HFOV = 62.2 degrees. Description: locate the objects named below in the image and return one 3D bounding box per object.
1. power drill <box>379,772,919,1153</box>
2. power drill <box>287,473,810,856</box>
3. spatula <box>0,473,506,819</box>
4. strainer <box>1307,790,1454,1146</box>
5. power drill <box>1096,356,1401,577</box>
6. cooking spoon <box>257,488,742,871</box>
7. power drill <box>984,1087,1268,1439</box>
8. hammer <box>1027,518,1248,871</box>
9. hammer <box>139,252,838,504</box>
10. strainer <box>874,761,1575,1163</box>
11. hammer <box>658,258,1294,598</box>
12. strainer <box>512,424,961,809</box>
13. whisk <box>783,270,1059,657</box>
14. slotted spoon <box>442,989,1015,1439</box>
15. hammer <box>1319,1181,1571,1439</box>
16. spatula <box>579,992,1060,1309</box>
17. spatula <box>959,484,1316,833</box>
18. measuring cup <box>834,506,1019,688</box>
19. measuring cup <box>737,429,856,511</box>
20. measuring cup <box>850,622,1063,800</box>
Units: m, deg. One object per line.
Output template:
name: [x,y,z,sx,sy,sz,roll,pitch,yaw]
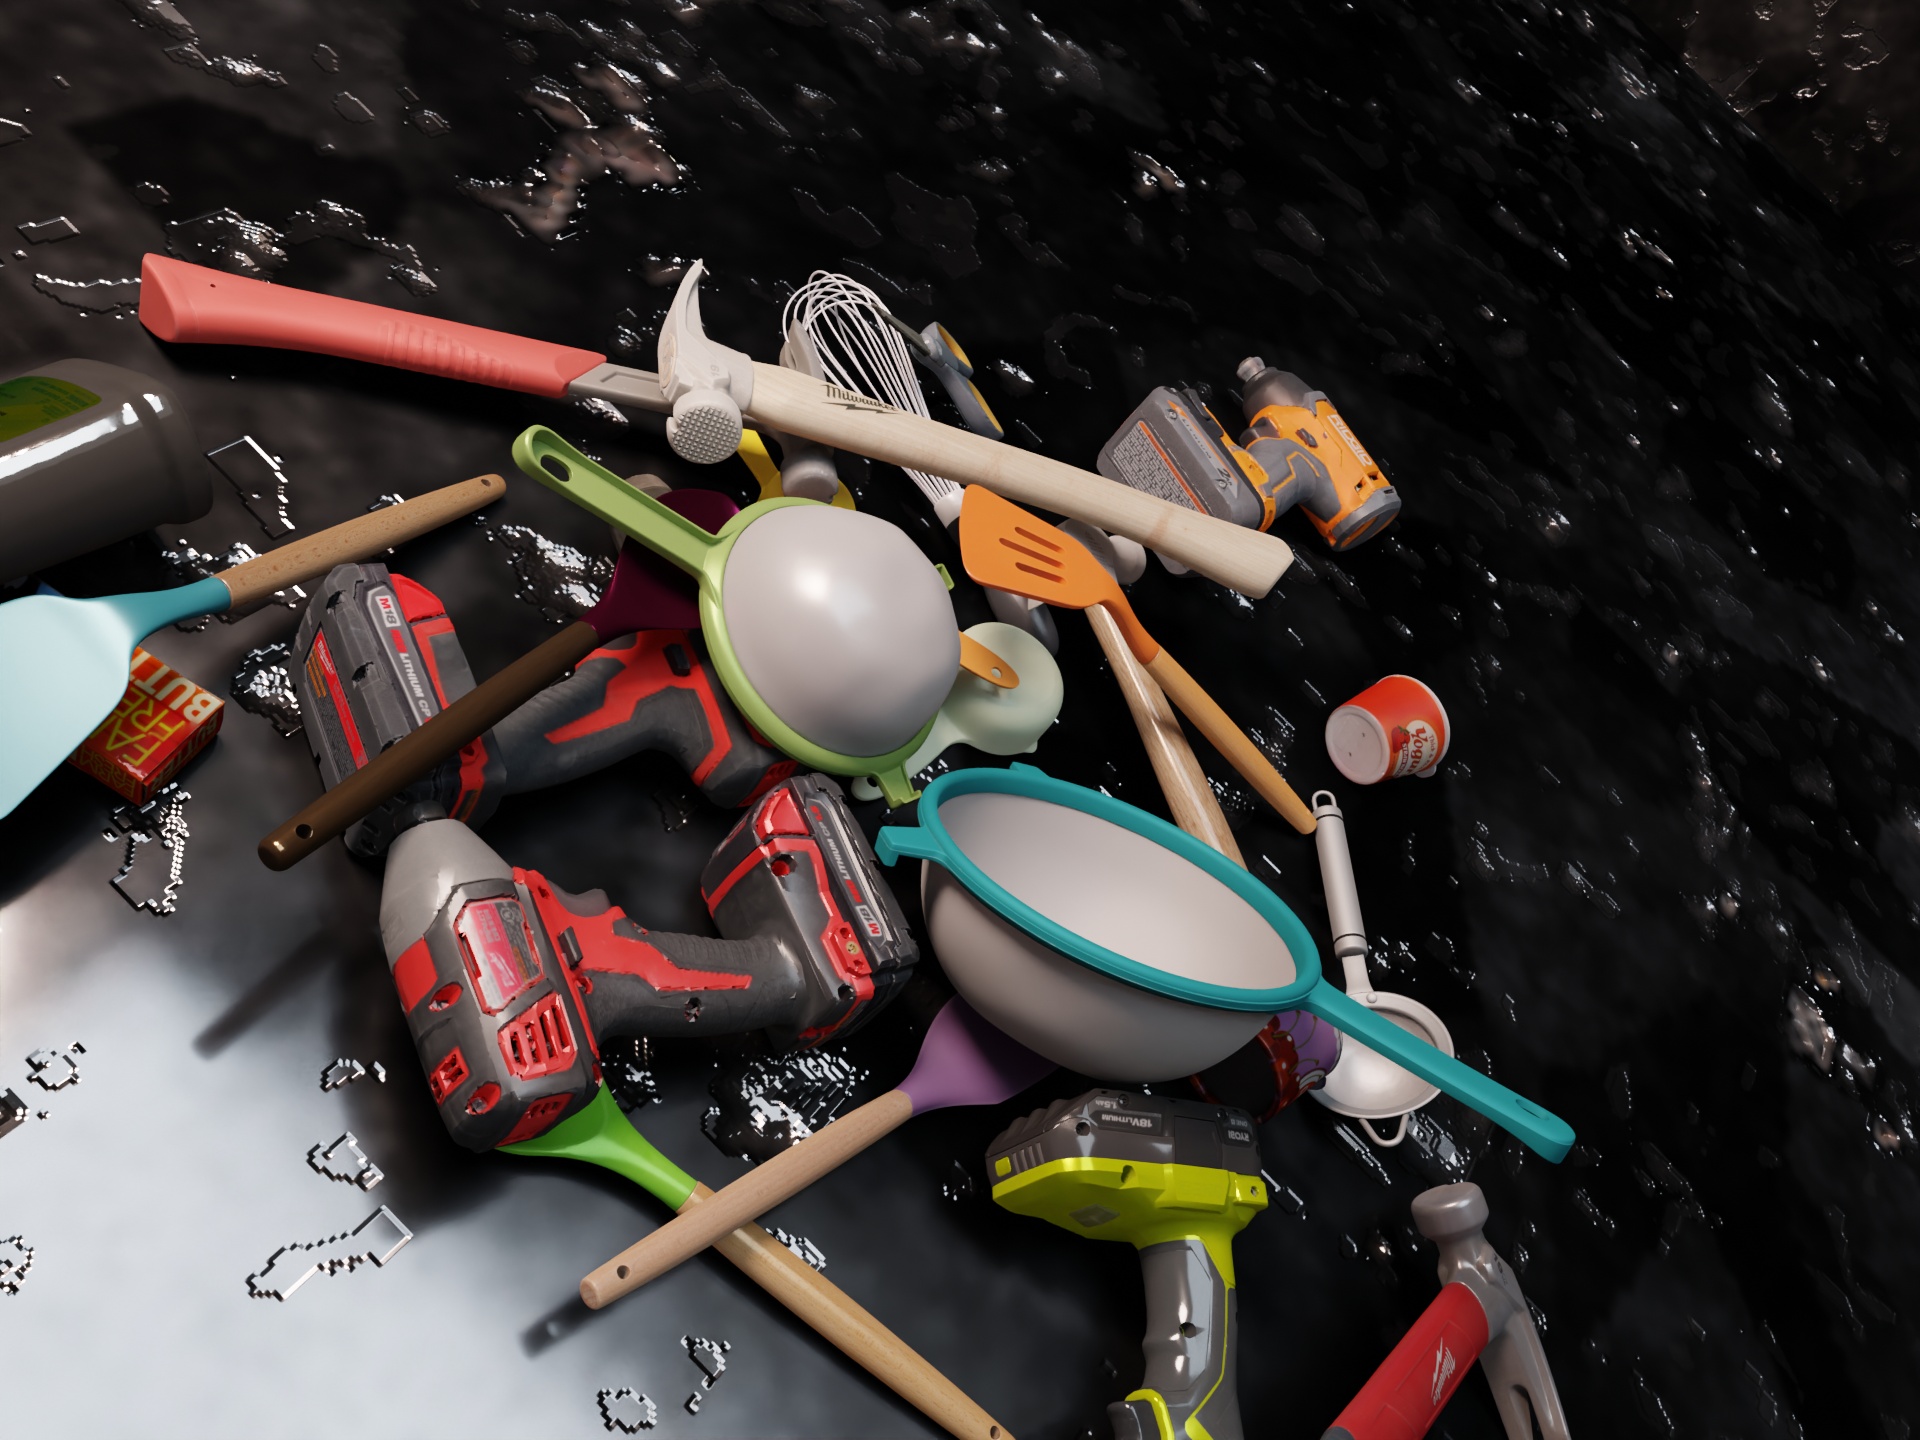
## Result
power drill: [-0.137,0.090,0.685,0.219,0.078,0.143,-5,59,-45]
power drill: [-0.194,-0.035,0.764,0.226,0.080,0.188,-9,65,-41]
spatula: [-0.315,-0.059,0.711,0.082,0.044,0.317,43,34,4]
strainer: [0.234,0.143,0.941,0.087,0.050,0.259,-10,47,12]
power drill: [0.203,-0.188,1.131,0.226,0.084,0.164,-16,68,-44]
cooking spoon: [-0.181,-0.026,0.698,0.068,0.017,0.319,54,40,-9]
power drill: [0.081,0.287,0.709,0.171,0.080,0.223,16,54,-31]
hammer: [0.126,0.025,0.943,0.130,0.031,0.331,5,58,-55]
hammer: [-0.241,-0.199,0.859,0.359,0.036,0.149,7,46,-25]
strainer: [0.117,0.143,0.771,0.340,0.095,0.211,29,18,16]
hammer: [0.022,-0.153,0.932,0.410,0.038,0.146,15,41,-26]
strainer: [-0.087,-0.076,0.757,0.256,0.069,0.152,31,51,-32]
whisk: [-0.020,-0.156,0.981,0.070,0.070,0.285,-25,80,-42]
slotted spoon: [-0.098,0.220,0.677,0.313,0.031,0.070,40,43,-5]
hammer: [0.177,0.334,0.687,0.386,0.038,0.143,-11,79,-54]
spatula: [-0.045,0.183,0.723,0.316,0.018,0.060,-20,66,-49]
spatula: [0.114,-0.021,0.915,0.322,0.041,0.081,43,31,-34]
measuring cup: [-0.052,-0.051,0.880,0.173,0.052,0.095,29,49,-12]
measuring cup: [-0.115,-0.163,0.935,0.062,0.029,0.156,-24,75,-42]
measuring cup: [-0.001,-0.003,0.889,0.083,0.038,0.167,48,44,5]
